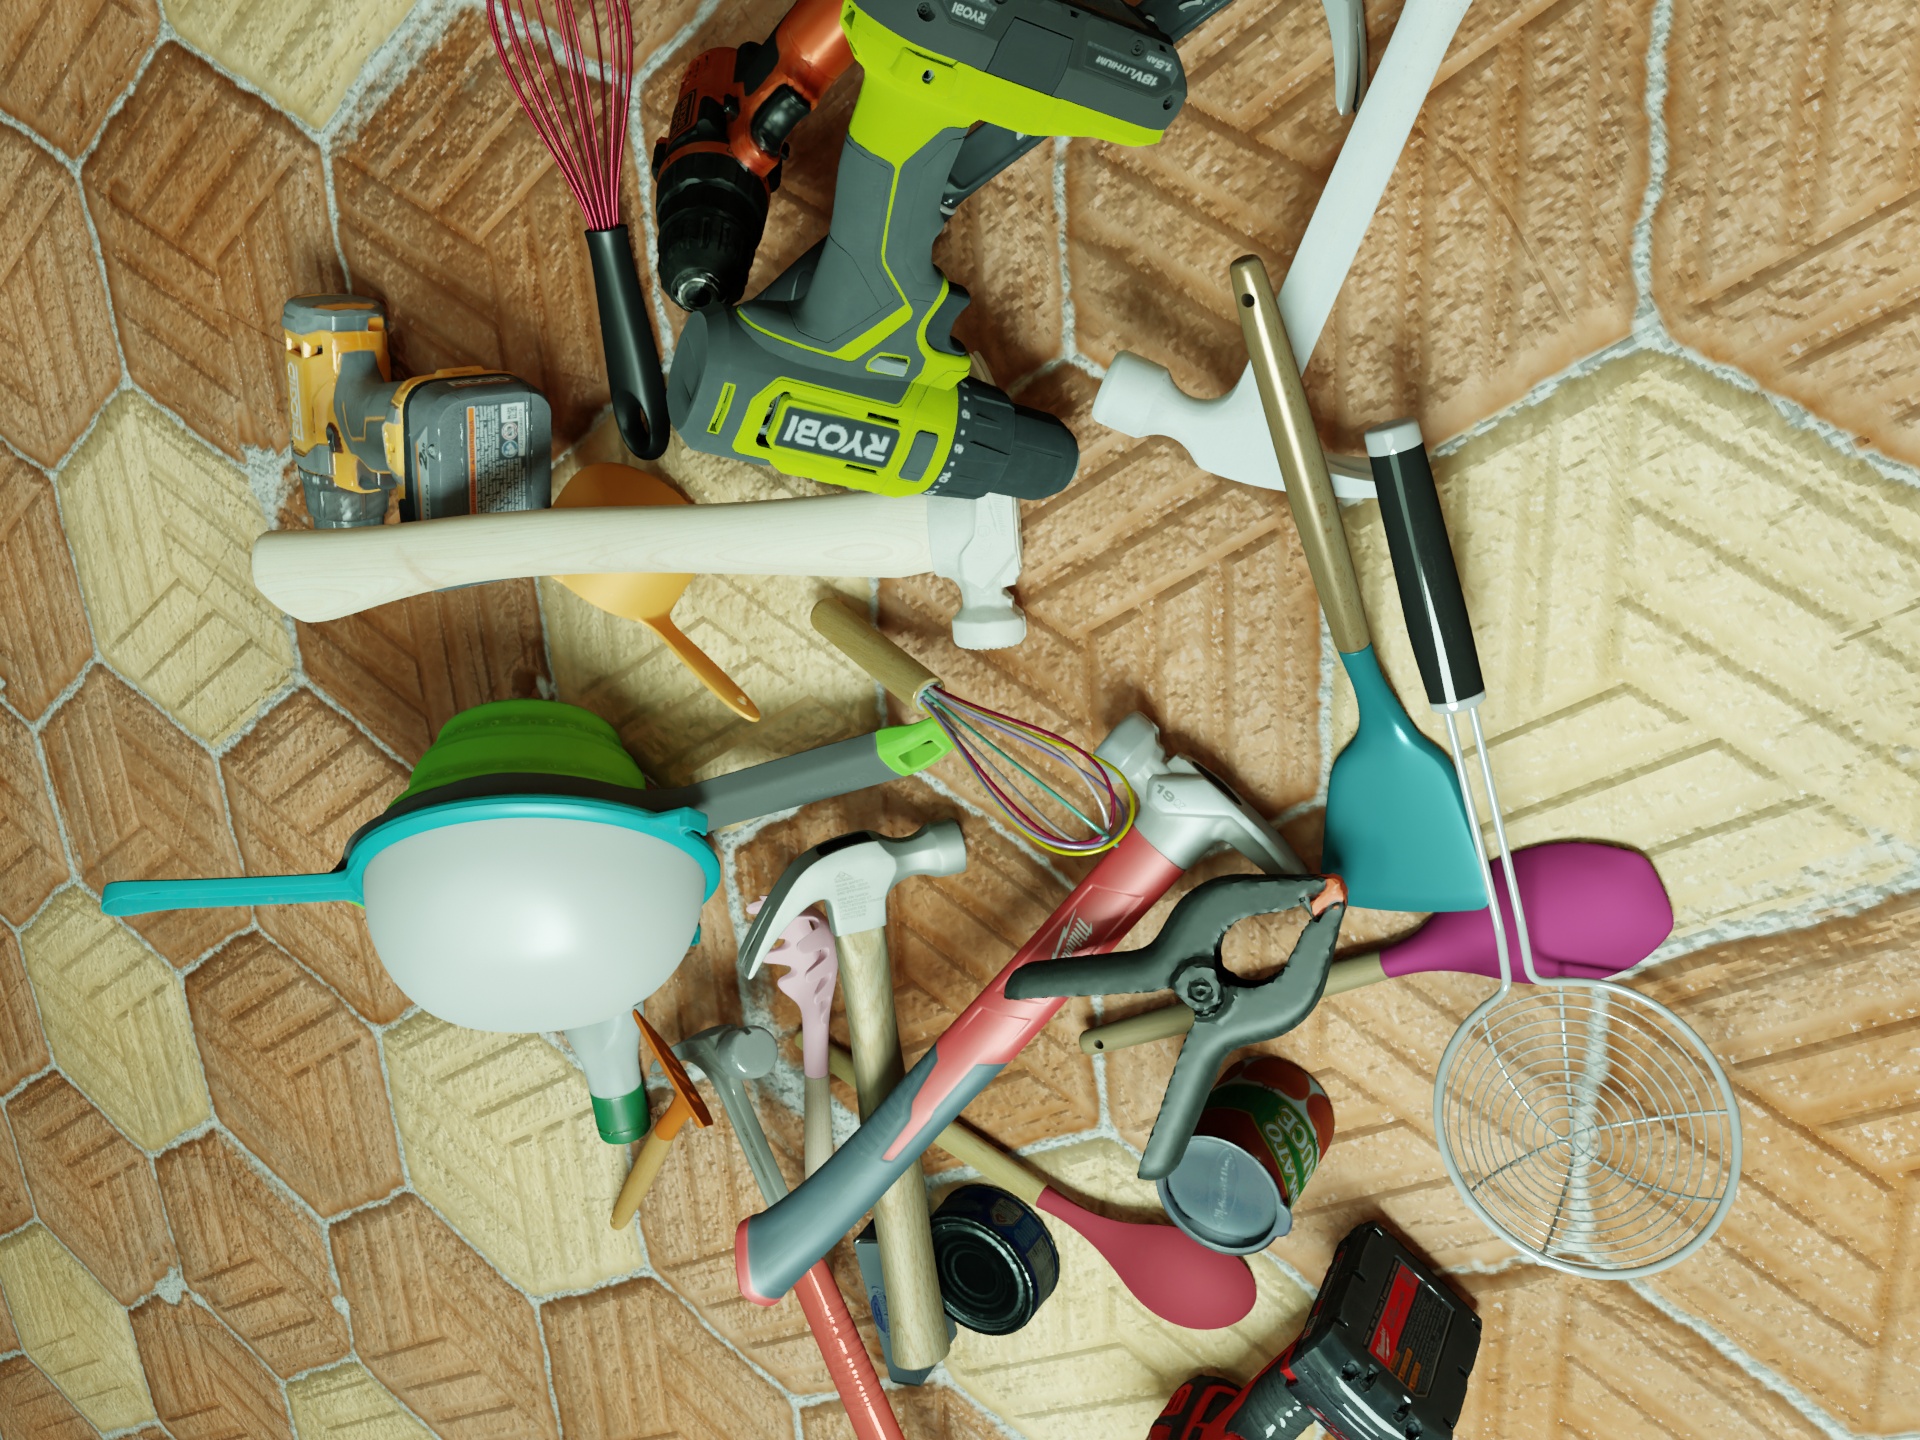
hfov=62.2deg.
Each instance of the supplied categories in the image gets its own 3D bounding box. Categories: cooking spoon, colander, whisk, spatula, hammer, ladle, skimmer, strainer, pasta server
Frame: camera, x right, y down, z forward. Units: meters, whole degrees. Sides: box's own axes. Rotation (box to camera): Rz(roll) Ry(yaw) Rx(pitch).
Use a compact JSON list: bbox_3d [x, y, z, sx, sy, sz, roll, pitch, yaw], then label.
[{"bbox_3d":[0.188,0.127,0.787,0.319,0.017,0.069,-24,95,35],"label":"cooking spoon"},{"bbox_3d":[-0.189,0.029,0.940,0.397,0.204,0.095,-16,61,19],"label":"colander"},{"bbox_3d":[-0.194,-0.283,0.849,0.073,0.073,0.295,8,119,30],"label":"whisk"},{"bbox_3d":[0.163,-0.048,0.688,0.082,0.044,0.317,-1,127,35],"label":"spatula"},{"bbox_3d":[0.003,-0.253,0.748,0.409,0.036,0.149,-26,94,37],"label":"hammer"},{"bbox_3d":[-0.091,0.360,0.990,0.149,0.036,0.359,-28,85,57],"label":"hammer"},{"bbox_3d":[-0.204,0.278,1.032,0.081,0.041,0.322,54,144,19],"label":"spatula"},{"bbox_3d":[0.018,0.183,0.830,0.143,0.038,0.386,43,106,9],"label":"hammer"},{"bbox_3d":[0.184,-0.266,0.593,0.144,0.035,0.405,23,123,4],"label":"hammer"},{"bbox_3d":[0.027,0.265,0.939,0.315,0.031,0.069,27,121,23],"label":"ladle"},{"bbox_3d":[0.232,0.054,0.660,0.127,0.090,0.363,-18,104,1],"label":"skimmer"},{"bbox_3d":[0.000,-0.004,0.806,0.245,0.051,0.047,38,102,39],"label":"whisk"},{"bbox_3d":[-0.306,0.128,0.901,0.210,0.340,0.095,109,157,-60],"label":"strainer"},{"bbox_3d":[-0.174,-0.103,0.823,0.410,0.038,0.146,-2,105,9],"label":"hammer"},{"bbox_3d":[-0.094,0.241,0.978,0.060,0.040,0.316,28,127,44],"label":"pasta server"},{"bbox_3d":[-0.045,0.223,0.905,0.031,0.130,0.331,-142,43,-69],"label":"hammer"}]

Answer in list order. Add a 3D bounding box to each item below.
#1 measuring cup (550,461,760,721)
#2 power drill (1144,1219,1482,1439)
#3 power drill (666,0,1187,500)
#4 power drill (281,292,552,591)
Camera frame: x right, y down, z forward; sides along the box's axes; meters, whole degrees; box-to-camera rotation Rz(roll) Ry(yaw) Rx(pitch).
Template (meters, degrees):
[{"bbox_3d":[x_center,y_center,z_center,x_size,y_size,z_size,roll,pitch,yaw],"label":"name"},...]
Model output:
[{"bbox_3d":[-0.158,-0.075,0.880,0.174,0.095,0.052,45,117,15],"label":"measuring cup"},{"bbox_3d":[0.160,0.370,0.824,0.078,0.143,0.219,42,123,9],"label":"power drill"},{"bbox_3d":[-0.001,-0.195,0.671,0.228,0.190,0.080,-63,33,32],"label":"power drill"},{"bbox_3d":[-0.336,-0.145,0.958,0.226,0.084,0.185,28,122,38],"label":"power drill"}]
